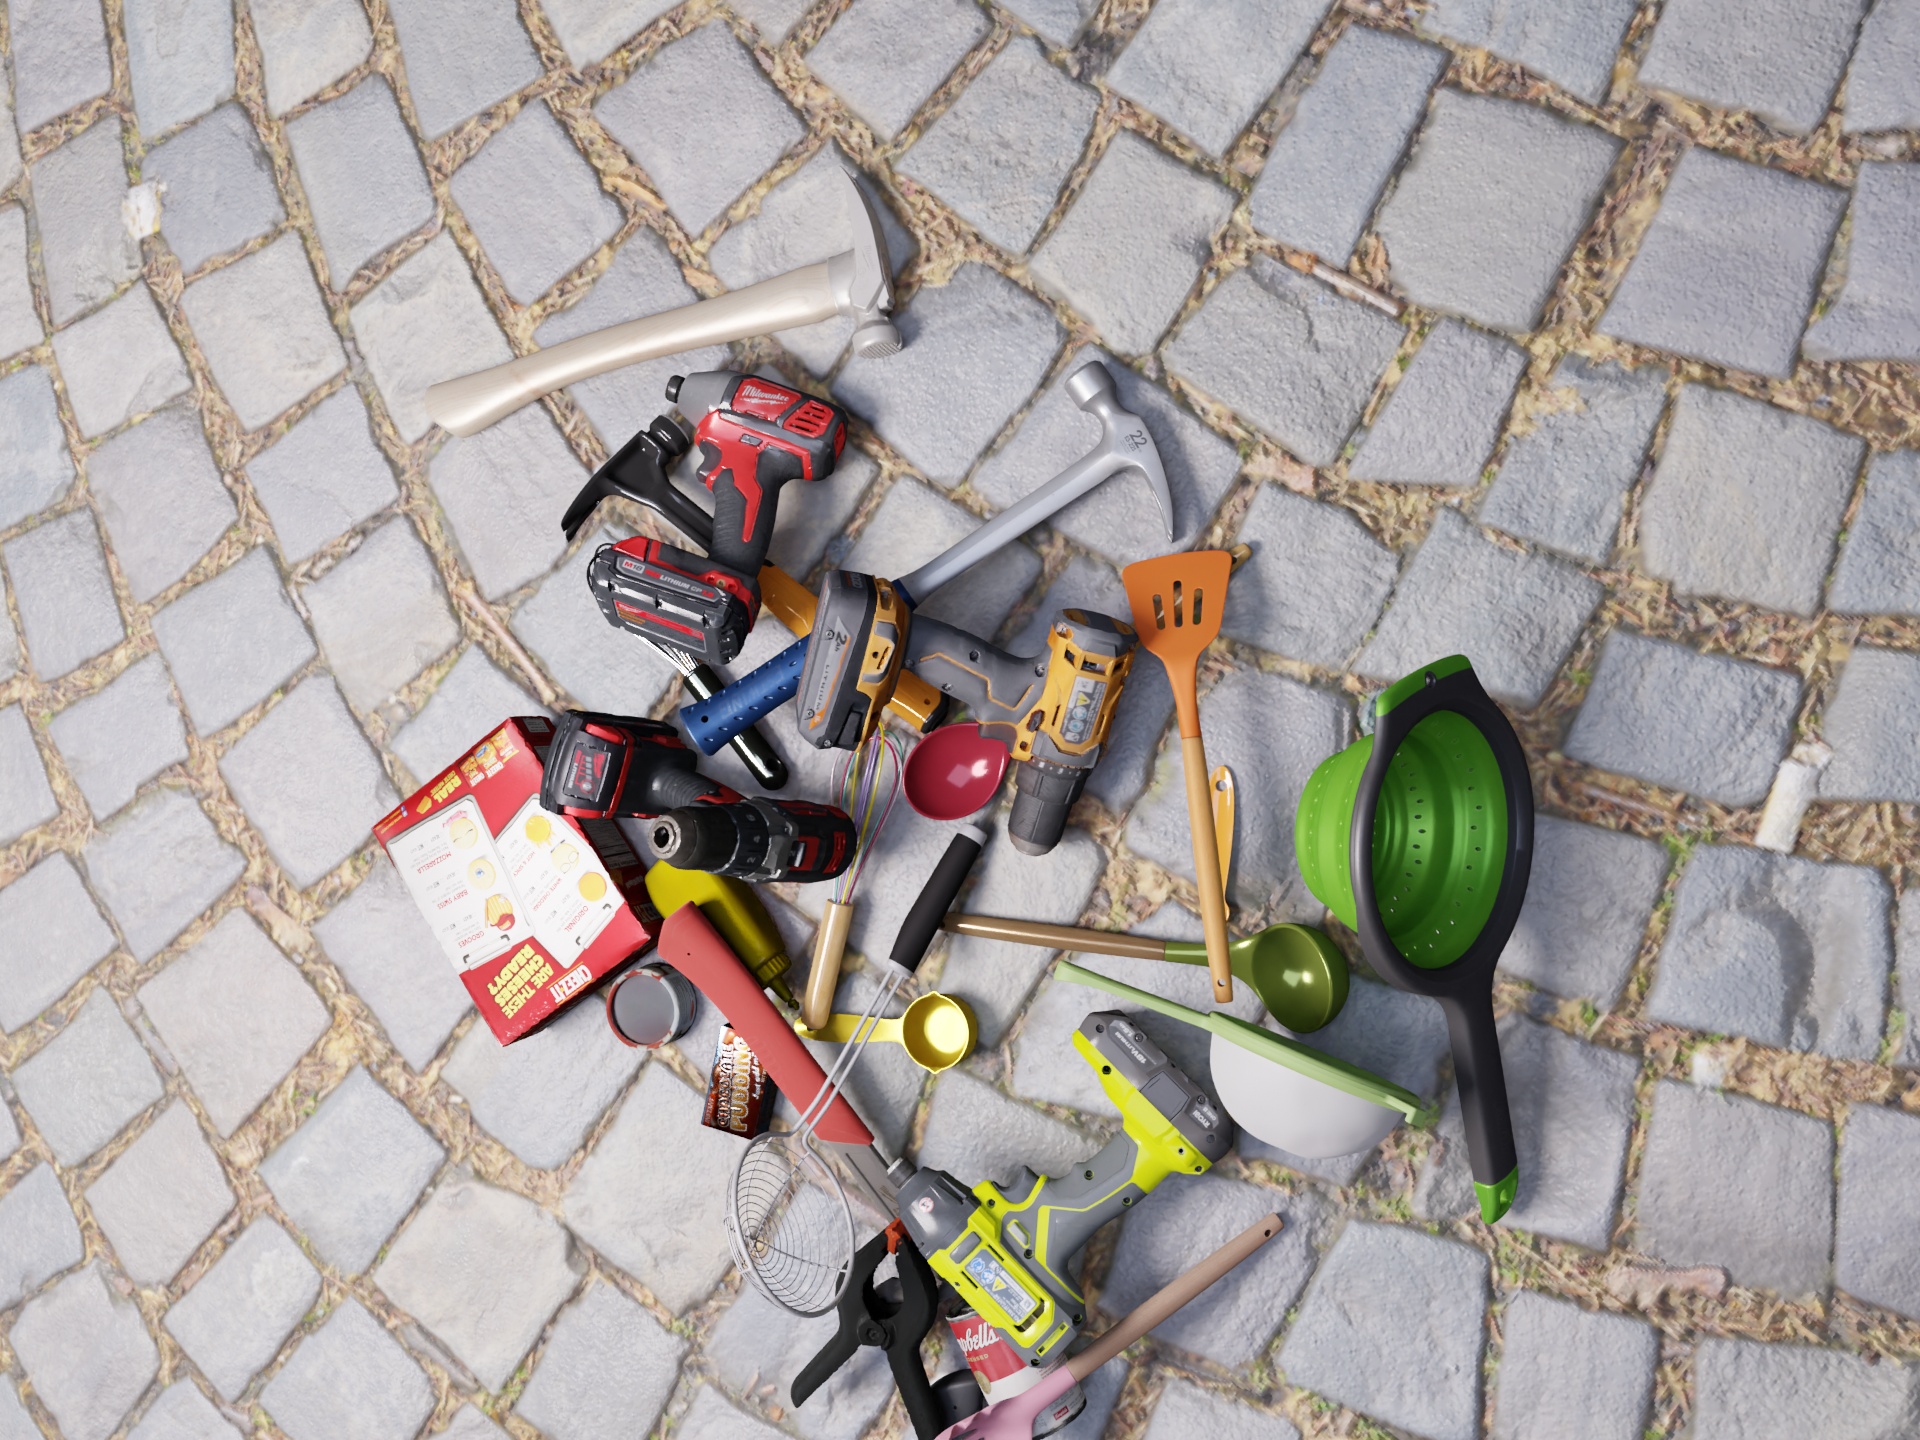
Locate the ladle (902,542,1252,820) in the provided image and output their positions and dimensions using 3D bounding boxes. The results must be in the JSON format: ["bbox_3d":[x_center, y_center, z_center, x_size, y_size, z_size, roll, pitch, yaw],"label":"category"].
[{"bbox_3d":[0.087,-0.032,1.186,0.315,0.031,0.069,-38,94,11],"label":"ladle"}]

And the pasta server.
[{"bbox_3d":[0.103,0.450,1.128,0.316,0.040,0.060,-34,100,-7],"label":"pasta server"}]

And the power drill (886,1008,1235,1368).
[{"bbox_3d":[0.070,0.320,1.136,0.171,0.080,0.223,44,86,10],"label":"power drill"}]

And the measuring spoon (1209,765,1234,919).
[{"bbox_3d":[0.190,0.092,1.167,0.021,0.011,0.117,2,87,16],"label":"measuring spoon"}]

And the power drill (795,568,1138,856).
[{"bbox_3d":[-0.002,-0.004,1.137,0.226,0.084,0.185,11,109,-12],"label":"power drill"}]

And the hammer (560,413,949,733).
[{"bbox_3d":[-0.150,-0.097,1.233,0.337,0.034,0.127,38,72,9],"label":"hammer"}]

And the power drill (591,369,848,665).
[{"bbox_3d":[-0.186,-0.165,1.197,0.143,0.078,0.220,21,68,3],"label":"power drill"}]

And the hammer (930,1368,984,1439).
[{"bbox_3d":[-0.005,0.699,1.210,0.149,0.036,0.409,3,91,15],"label":"hammer"}]

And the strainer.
[{"bbox_3d":[0.177,0.236,1.075,0.256,0.151,0.069,20,86,6],"label":"strainer"}]

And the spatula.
[{"bbox_3d":[0.169,0.037,1.128,0.081,0.041,0.323,-8,85,16],"label":"spatula"}]

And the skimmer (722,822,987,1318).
[{"bbox_3d":[-0.055,0.240,1.142,0.090,0.127,0.363,11,67,49],"label":"skimmer"}]

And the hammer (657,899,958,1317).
[{"bbox_3d":[-0.101,0.283,1.205,0.149,0.037,0.359,-36,91,14],"label":"hammer"}]

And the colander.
[{"bbox_3d":[0.310,0.155,1.087,0.094,0.204,0.397,2,109,49],"label":"colander"}]

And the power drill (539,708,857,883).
[{"bbox_3d":[-0.210,0.062,1.171,0.227,0.187,0.080,20,96,33],"label":"power drill"}]

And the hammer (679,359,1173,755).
[{"bbox_3d":[-0.027,-0.096,1.178,0.405,0.035,0.144,-34,83,3],"label":"hammer"}]

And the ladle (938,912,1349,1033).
[{"bbox_3d":[0.122,0.169,1.163,0.320,0.062,0.078,5,104,19],"label":"ladle"}]

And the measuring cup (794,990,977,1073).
[{"bbox_3d":[-0.058,0.239,1.234,0.156,0.029,0.062,-3,85,28],"label":"measuring cup"}]

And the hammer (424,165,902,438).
[{"bbox_3d":[-0.251,-0.316,1.278,0.410,0.038,0.146,-12,85,16],"label":"hammer"}]

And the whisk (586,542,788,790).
[{"bbox_3d":[-0.217,-0.043,1.268,0.246,0.058,0.059,52,137,7],"label":"whisk"}]

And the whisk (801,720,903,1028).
[{"bbox_3d":[-0.088,0.119,1.230,0.047,0.051,0.245,16,96,37],"label":"whisk"}]
